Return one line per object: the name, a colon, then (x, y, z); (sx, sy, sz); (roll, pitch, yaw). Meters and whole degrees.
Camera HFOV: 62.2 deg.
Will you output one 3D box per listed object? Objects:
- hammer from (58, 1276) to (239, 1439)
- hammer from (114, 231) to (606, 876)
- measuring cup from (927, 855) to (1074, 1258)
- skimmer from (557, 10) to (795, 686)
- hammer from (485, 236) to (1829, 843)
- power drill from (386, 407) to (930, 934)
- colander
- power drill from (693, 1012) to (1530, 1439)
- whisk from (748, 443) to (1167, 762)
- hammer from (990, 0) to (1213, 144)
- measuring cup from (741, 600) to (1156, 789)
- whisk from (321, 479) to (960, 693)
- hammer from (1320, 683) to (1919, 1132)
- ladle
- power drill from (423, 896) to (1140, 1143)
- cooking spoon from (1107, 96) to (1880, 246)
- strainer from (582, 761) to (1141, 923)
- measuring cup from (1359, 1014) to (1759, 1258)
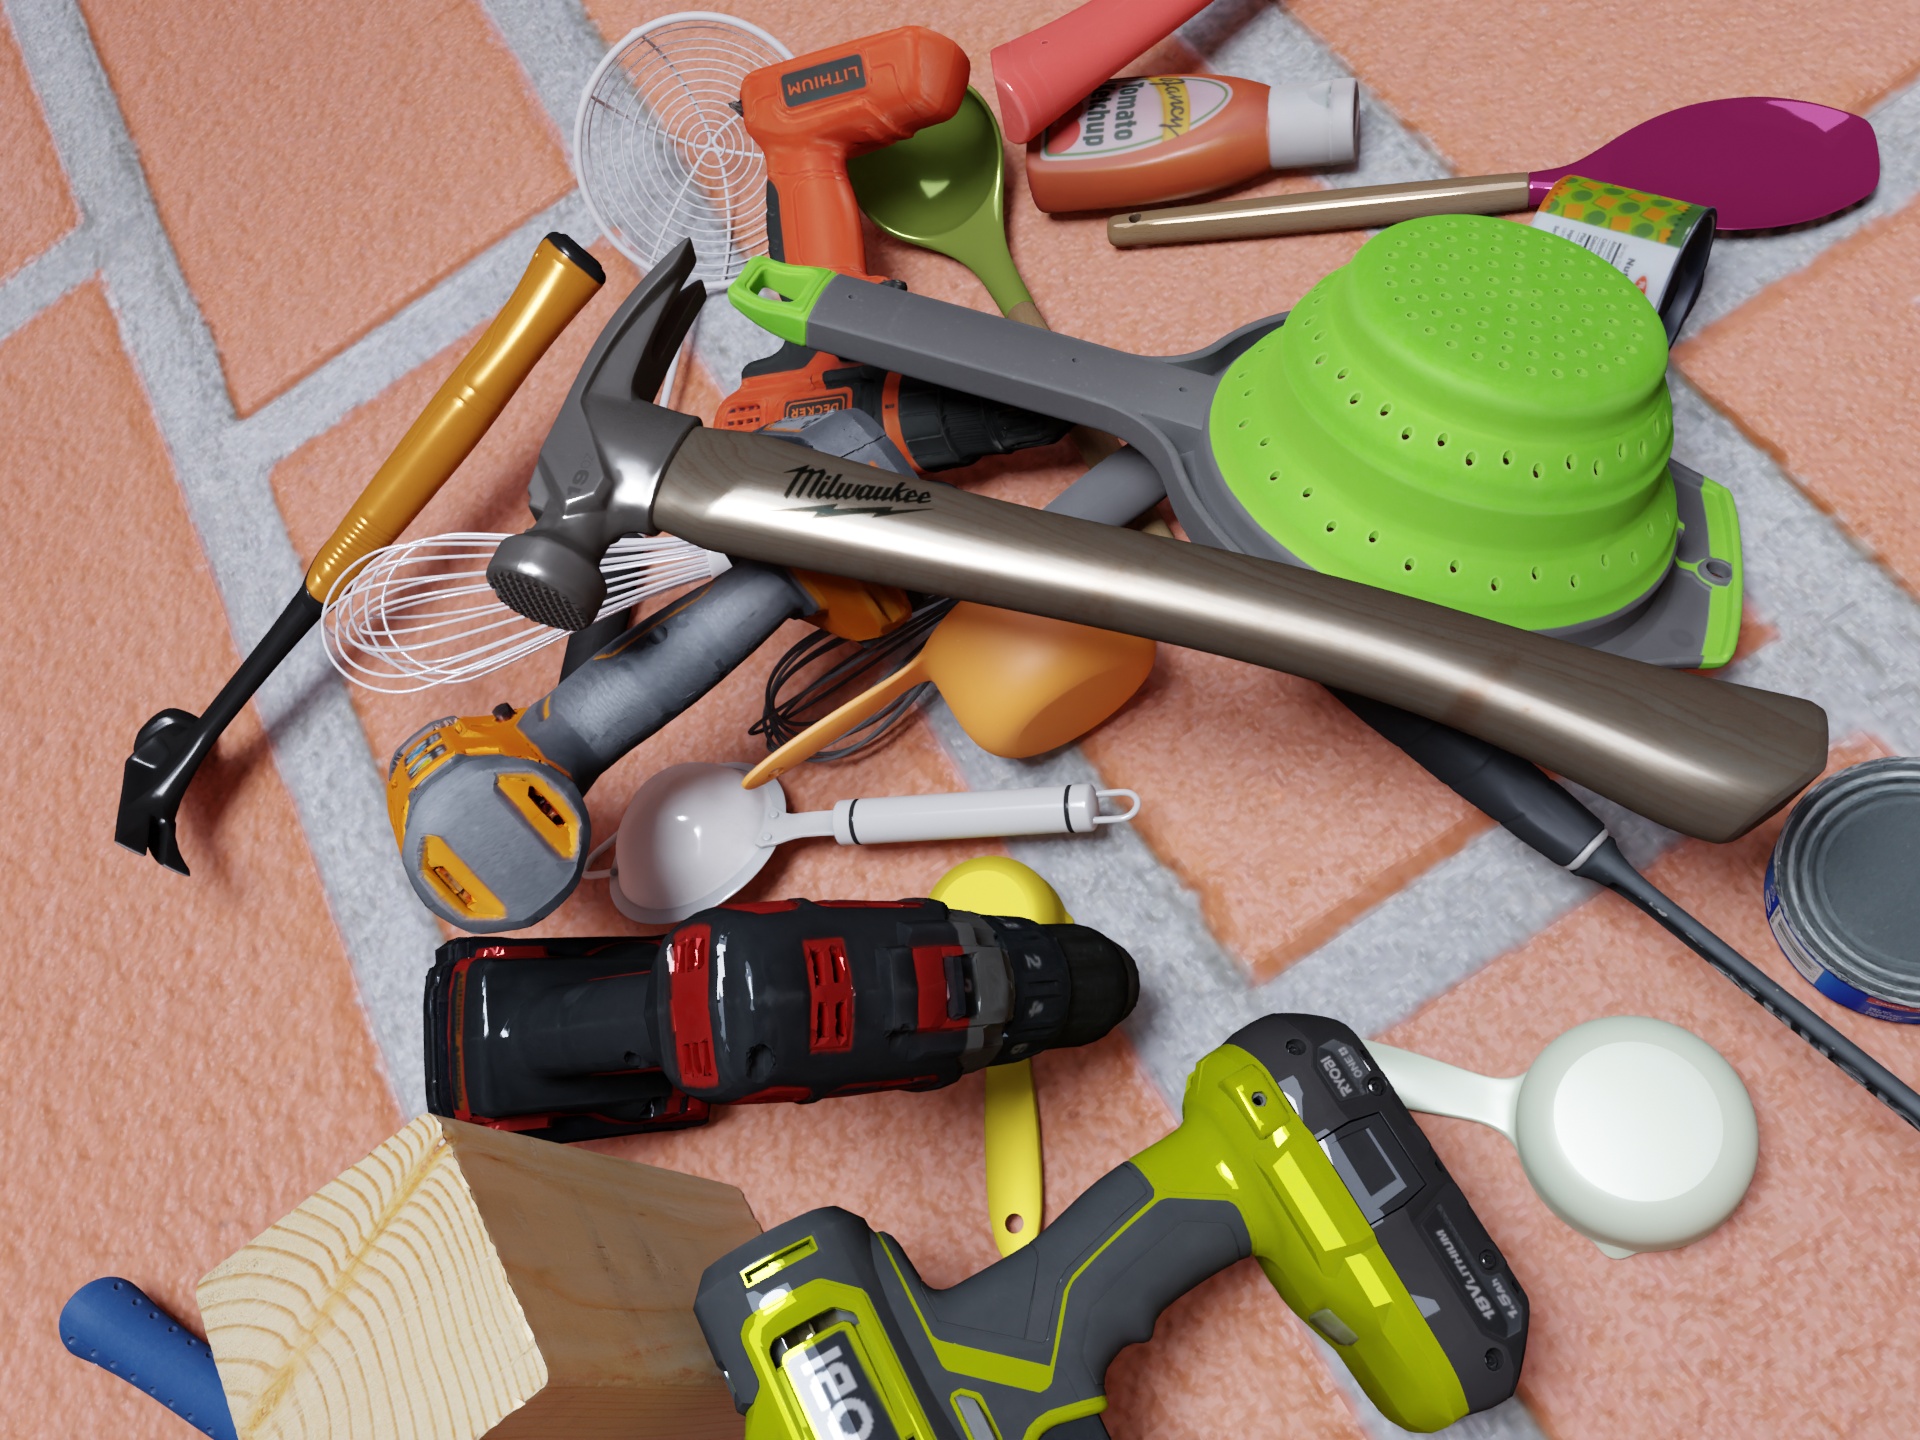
hammer: (-0.195, 0.294, 0.571); (0.406, 0.143, 0.035); (12, 58, 33)
hammer: (-0.275, -0.082, 0.730); (0.337, 0.034, 0.127); (-50, 32, 5)
measuring cup: (0.014, 0.125, 0.608); (0.062, 0.029, 0.157); (-10, 63, 14)
skimmer: (-0.146, -0.156, 0.747); (0.127, 0.090, 0.363); (12, 72, -8)
hammer: (0.061, -0.051, 0.514); (0.410, 0.038, 0.146); (15, 67, 10)
power drill: (-0.123, -0.022, 0.615); (0.226, 0.084, 0.164); (-42, 21, -13)
colander: (0.104, -0.137, 0.579); (0.397, 0.094, 0.205); (17, 49, 7)
power drill: (0.054, 0.211, 0.493); (0.228, 0.080, 0.191); (-25, 67, -14)
whisk: (0.009, -0.057, 0.665); (0.239, 0.055, 0.055); (-35, 62, 10)
hammer: (0.161, -0.379, 0.740); (0.359, 0.036, 0.149); (-40, 61, -11)
measuring cup: (-0.001, -0.002, 0.628); (0.173, 0.095, 0.052); (-32, 71, -6)
whisk: (-0.135, -0.066, 0.696); (0.284, 0.070, 0.070); (-12, 64, -7)
hammer: (0.220, 0.053, 0.528); (0.036, 0.149, 0.409); (-47, 55, 3)
ladle: (0.033, -0.169, 0.713); (0.078, 0.062, 0.320); (-34, 64, 18)
power drill: (-0.067, 0.104, 0.567); (0.227, 0.187, 0.080); (-17, 74, 43)
cooking spoon: (0.221, -0.229, 0.695); (0.319, 0.017, 0.069); (0, 68, 18)
strainer: (-0.053, 0.040, 0.652); (0.258, 0.050, 0.087); (-5, 47, 18)
measuring cup: (0.183, 0.128, 0.546); (0.168, 0.038, 0.083); (11, 72, 21)
